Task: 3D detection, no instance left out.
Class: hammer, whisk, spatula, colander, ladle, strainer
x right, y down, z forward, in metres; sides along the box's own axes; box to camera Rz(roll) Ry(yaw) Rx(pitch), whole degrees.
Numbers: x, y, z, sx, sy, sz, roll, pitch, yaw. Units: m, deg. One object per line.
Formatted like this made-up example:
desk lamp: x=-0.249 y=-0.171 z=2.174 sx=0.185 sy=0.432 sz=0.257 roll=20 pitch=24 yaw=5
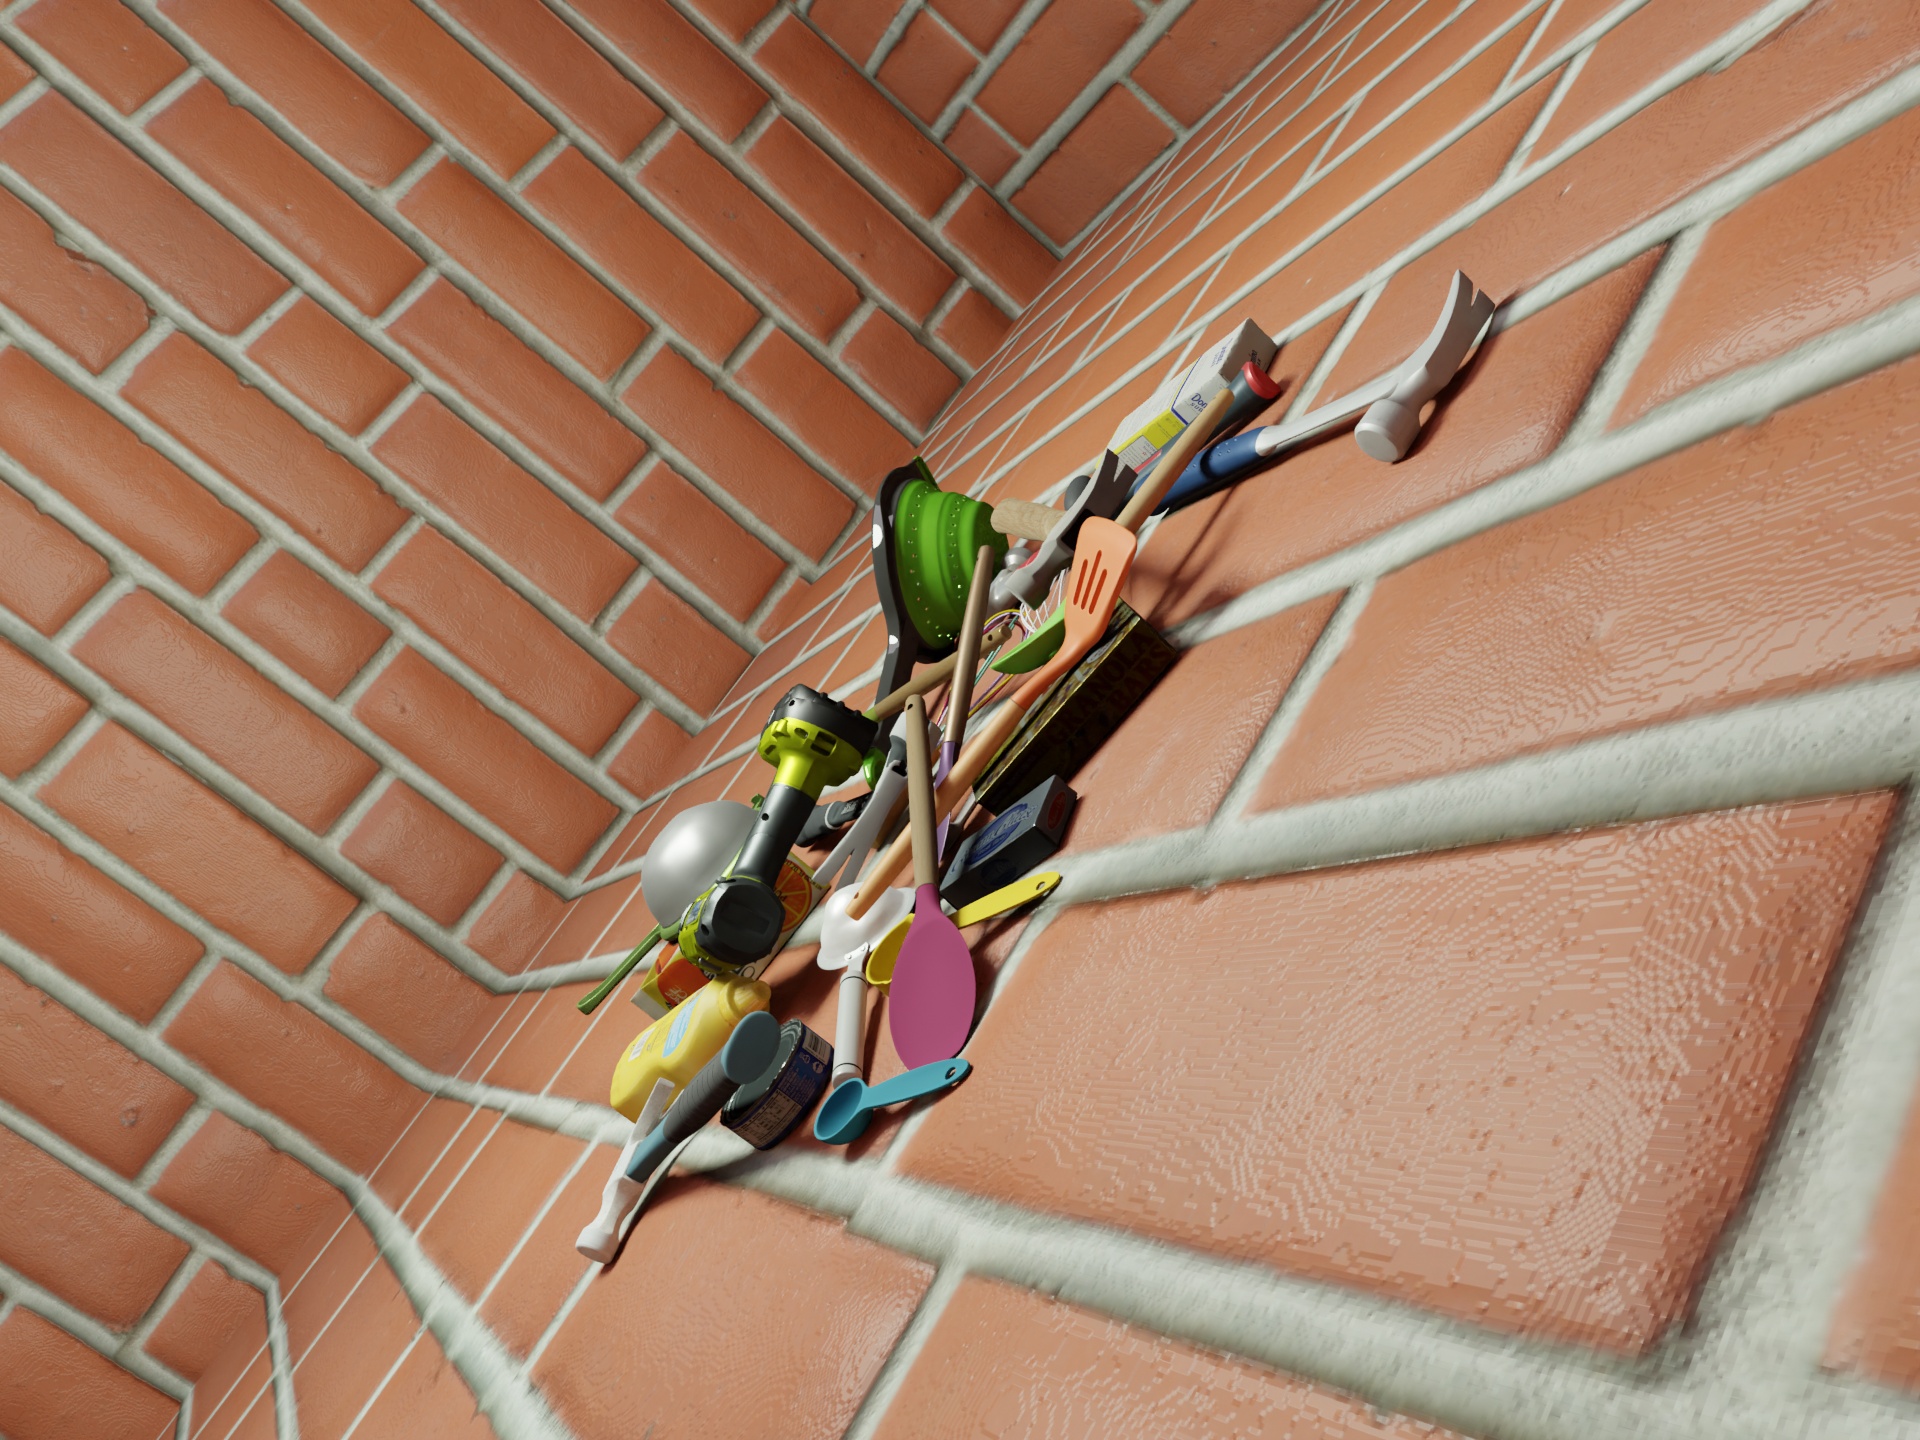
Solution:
hammer: x=0.137 y=-0.188 z=1.426 sx=0.386 sy=0.038 sz=0.143 roll=-37 pitch=19 yaw=45
hammer: x=-0.107 y=0.087 z=1.395 sx=0.149 sy=0.036 sz=0.409 roll=-62 pitch=9 yaw=-13
hammer: x=0.233 y=-0.210 z=1.157 sx=0.144 sy=0.035 sz=0.405 roll=-54 pitch=13 yaw=-14
whisk: x=0.092 y=-0.132 z=1.309 sx=0.070 sy=0.070 sz=0.285 roll=-43 pitch=19 yaw=31
spatula: x=-0.002 y=-0.004 z=1.208 sx=0.059 sy=0.018 sz=0.316 roll=127 pitch=157 yaw=-57
colander: x=-0.020 y=-0.098 z=1.577 sx=0.094 sy=0.204 sz=0.397 roll=-6 pitch=51 yaw=22
hammer: x=-0.190 y=0.274 z=1.090 sx=0.331 sy=0.033 sz=0.128 roll=-50 pitch=14 yaw=51
ladle: x=-0.065 y=-0.017 z=1.402 sx=0.062 sy=0.078 sz=0.320 roll=-2 pitch=-19 yaw=-39
strainer: x=-0.072 y=0.173 z=1.081 sx=0.087 sy=0.050 sz=0.259 roll=-32 pitch=23 yaw=14
hammer: x=0.066 y=-0.162 z=1.288 sx=0.130 sy=0.031 sz=0.331 roll=-49 pitch=12 yaw=3
strainer: x=-0.278 y=0.159 z=1.444 sx=0.256 sy=0.069 sz=0.151 roll=-46 pitch=13 yaw=6
whisk: x=-0.010 y=0.007 z=1.374 sx=0.245 sy=0.047 sz=0.051 roll=-56 pitch=9 yaw=-7
spatula: x=0.018 y=0.003 z=1.085 sx=0.322 sy=0.041 sz=0.081 roll=-52 pitch=28 yaw=2

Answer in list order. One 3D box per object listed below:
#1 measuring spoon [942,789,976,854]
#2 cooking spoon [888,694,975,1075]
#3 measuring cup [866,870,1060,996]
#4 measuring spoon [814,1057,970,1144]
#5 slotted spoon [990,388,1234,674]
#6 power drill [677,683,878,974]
measuring spoon: x=0.004 y=0.056 z=1.219 sx=0.034 sy=0.018 sz=0.124 roll=-32 pitch=21 yaw=56
cooking spoon: x=-0.022 y=0.091 z=1.020 sx=0.068 sy=0.017 sz=0.319 roll=-37 pitch=35 yaw=25
measuring cup: x=0.007 y=0.133 z=0.995 sx=0.156 sy=0.029 sz=0.062 roll=-28 pitch=26 yaw=30
measuring spoon: x=-0.035 y=0.217 z=0.907 sx=0.128 sy=0.021 sz=0.042 roll=-28 pitch=28 yaw=38
slotted spoon: x=0.123 y=-0.143 z=1.193 sx=0.314 sy=0.031 sz=0.070 roll=-52 pitch=10 yaw=-23
power drill: x=-0.160 y=0.098 z=1.289 sx=0.229 sy=0.080 sz=0.190 roll=-66 pitch=12 yaw=-20
